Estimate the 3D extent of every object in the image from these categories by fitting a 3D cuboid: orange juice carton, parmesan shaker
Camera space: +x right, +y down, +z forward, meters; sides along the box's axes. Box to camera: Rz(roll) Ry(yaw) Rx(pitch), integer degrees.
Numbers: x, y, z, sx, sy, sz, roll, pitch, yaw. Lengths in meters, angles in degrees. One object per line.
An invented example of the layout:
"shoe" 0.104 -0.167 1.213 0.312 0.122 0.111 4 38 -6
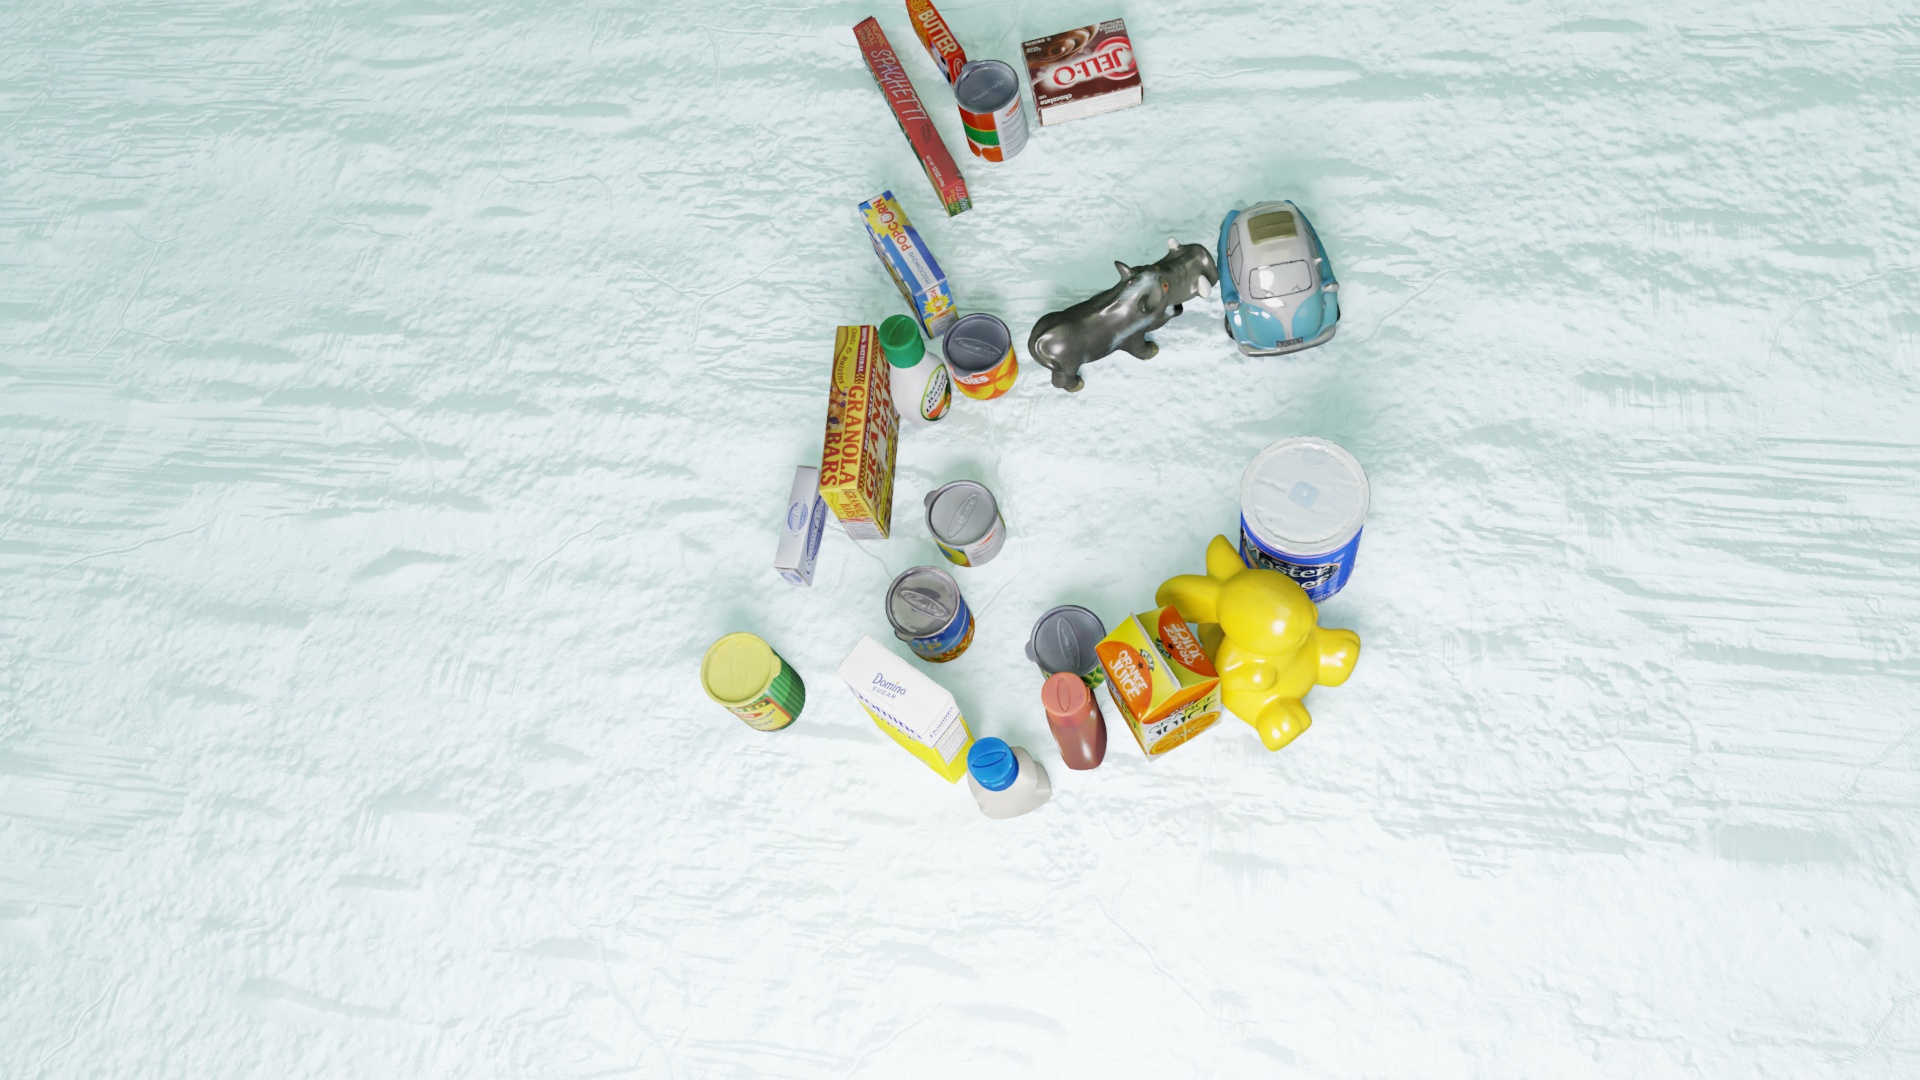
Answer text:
"orange juice carton" 0.161 0.112 1.117 0.073 0.192 0.072 -29 67 -1
"parmesan shaker" -0.178 0.127 1.223 0.071 0.102 0.071 -4 68 9

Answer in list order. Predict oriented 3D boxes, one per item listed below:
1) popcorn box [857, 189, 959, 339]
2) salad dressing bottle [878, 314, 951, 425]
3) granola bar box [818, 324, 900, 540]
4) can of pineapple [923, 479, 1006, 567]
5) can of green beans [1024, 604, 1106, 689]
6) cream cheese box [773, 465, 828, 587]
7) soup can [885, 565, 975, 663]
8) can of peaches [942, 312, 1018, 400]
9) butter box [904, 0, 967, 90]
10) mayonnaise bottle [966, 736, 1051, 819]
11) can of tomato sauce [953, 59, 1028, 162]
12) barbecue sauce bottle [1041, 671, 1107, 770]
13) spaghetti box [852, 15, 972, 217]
"popcorn box" -0.050 -0.271 1.369 0.038 0.085 0.127 -30 66 -2
"salad dressing bottle" -0.043 -0.157 1.288 0.044 0.147 0.064 23 75 18
"granola bar box" -0.089 -0.098 1.285 0.039 0.124 0.166 0 69 11
"can of pineapple" 0.005 -0.016 1.271 0.071 0.057 0.071 -4 68 9
"can of green beans" 0.097 0.096 1.209 0.071 0.057 0.071 -4 68 9
"cream cheese box" -0.146 -0.013 1.300 0.024 0.053 0.104 6 70 13
"soup can" -0.027 0.069 1.229 0.071 0.083 0.071 -4 68 9
"can of peaches" 0.019 -0.173 1.331 0.071 0.058 0.071 -4 68 9
"butter box" -0.024 -0.536 1.487 0.024 0.053 0.104 -29 66 -1
"mayonnaise bottle" 0.035 0.193 1.132 0.065 0.147 0.041 -19 67 3
"can of tomato sauce" 0.031 -0.439 1.422 0.071 0.083 0.071 -4 68 9
"barbecue sauce bottle" 0.093 0.144 1.141 0.044 0.148 0.065 -6 68 8
"spaghetti box" -0.052 -0.447 1.459 0.029 0.050 0.251 -26 66 0
